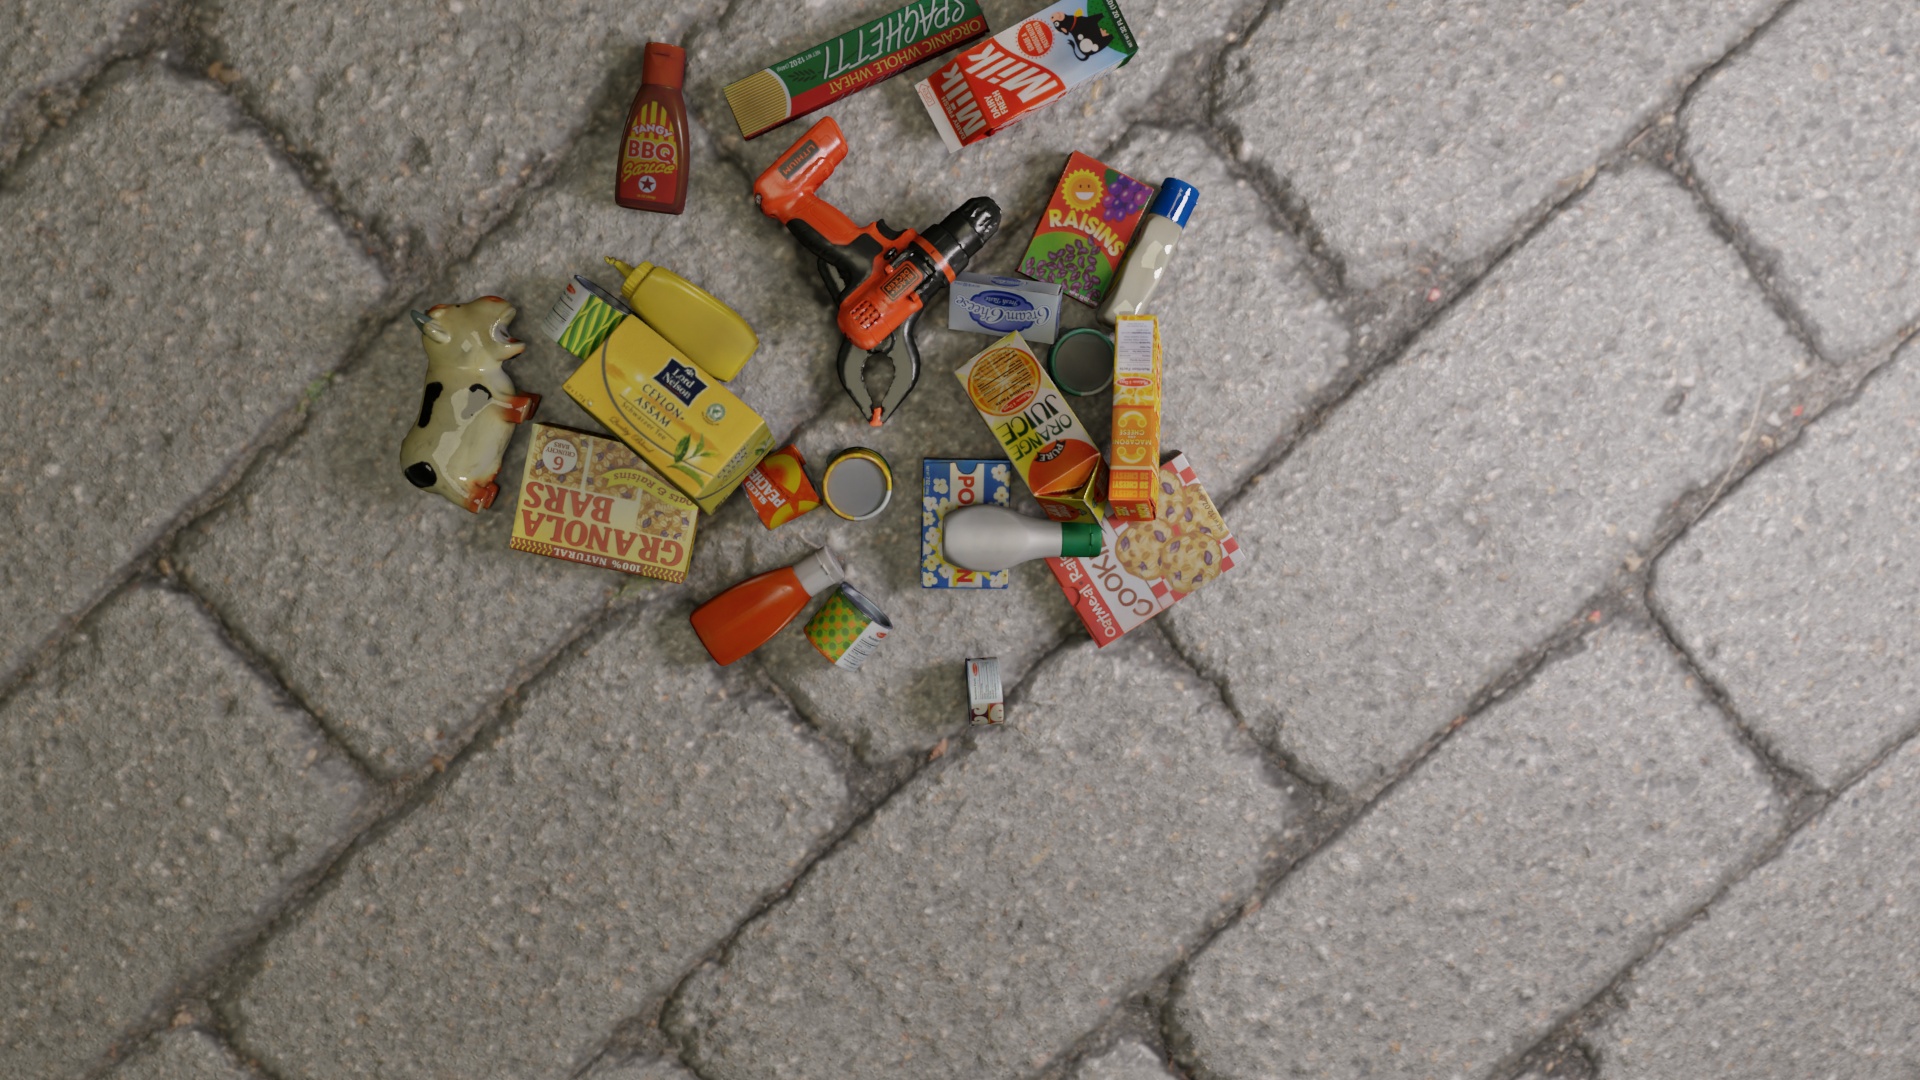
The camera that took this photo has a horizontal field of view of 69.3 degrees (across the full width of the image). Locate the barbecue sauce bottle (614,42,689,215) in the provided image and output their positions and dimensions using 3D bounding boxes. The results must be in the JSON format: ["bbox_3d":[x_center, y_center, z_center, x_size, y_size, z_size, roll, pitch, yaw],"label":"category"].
[{"bbox_3d":[-0.278,-0.377,1.274,0.065,0.044,0.148,8,98,-2],"label":"barbecue sauce bottle"}]

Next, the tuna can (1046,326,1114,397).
[{"bbox_3d":[0.115,-0.172,1.324,0.071,0.033,0.071,0,99,-3],"label":"tuna can"}]

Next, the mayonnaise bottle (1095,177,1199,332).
[{"bbox_3d":[0.175,-0.265,1.300,0.041,0.065,0.148,25,93,-2],"label":"mayonnaise bottle"}]

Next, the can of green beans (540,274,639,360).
[{"bbox_3d":[-0.344,-0.203,1.286,0.071,0.071,0.057,36,97,-7],"label":"can of green beans"}]

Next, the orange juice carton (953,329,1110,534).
[{"bbox_3d":[0.077,-0.090,1.273,0.073,0.071,0.193,-33,68,3],"label":"orange juice carton"}]

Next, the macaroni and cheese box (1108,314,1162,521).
[{"bbox_3d":[0.161,-0.108,1.267,0.040,0.123,0.166,1,82,11],"label":"macaroni and cheese box"}]

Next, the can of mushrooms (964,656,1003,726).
[{"bbox_3d":[0.023,0.147,1.354,0.033,0.071,0.071,-4,99,-2],"label":"can of mushrooms"}]

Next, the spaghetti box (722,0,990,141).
[{"bbox_3d":[-0.096,-0.442,1.278,0.250,0.029,0.050,-23,100,2],"label":"spaghetti box"}]

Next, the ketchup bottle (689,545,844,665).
[{"bbox_3d":[-0.184,0.059,1.342,0.149,0.043,0.064,-31,99,2],"label":"ketchup bottle"}]

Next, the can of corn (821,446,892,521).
[{"bbox_3d":[-0.100,-0.056,1.321,0.071,0.058,0.071,0,99,-2],"label":"can of corn"}]

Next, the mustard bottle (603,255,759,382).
[{"bbox_3d":[-0.265,-0.216,1.295,0.160,0.049,0.065,39,93,-6],"label":"mustard bottle"}]

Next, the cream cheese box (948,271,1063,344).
[{"bbox_3d":[0.042,-0.218,1.300,0.104,0.024,0.053,9,126,9],"label":"cream cheese box"}]

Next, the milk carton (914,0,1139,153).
[{"bbox_3d":[0.058,-0.428,1.264,0.190,0.073,0.072,-28,99,2],"label":"milk carton"}]

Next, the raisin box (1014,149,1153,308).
[{"bbox_3d":[0.116,-0.291,1.304,0.086,0.040,0.123,25,98,-5],"label":"raisin box"}]

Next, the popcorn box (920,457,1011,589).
[{"bbox_3d":[0.005,-0.017,1.341,0.085,0.038,0.126,1,99,-1],"label":"popcorn box"}]

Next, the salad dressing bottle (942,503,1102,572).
[{"bbox_3d":[0.057,-0.002,1.303,0.148,0.044,0.064,0,93,-3],"label":"salad dressing bottle"}]

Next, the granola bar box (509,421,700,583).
[{"bbox_3d":[-0.332,-0.036,1.324,0.166,0.039,0.124,12,97,-4],"label":"granola bar box"}]

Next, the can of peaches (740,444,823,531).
[{"bbox_3d":[-0.170,-0.051,1.313,0.058,0.071,0.071,-26,99,1],"label":"can of peaches"}]

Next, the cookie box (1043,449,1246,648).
[{"bbox_3d":[0.173,0.008,1.350,0.167,0.040,0.123,-32,98,3],"label":"cookie box"}]

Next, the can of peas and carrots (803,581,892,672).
[{"bbox_3d":[-0.110,0.083,1.339,0.071,0.071,0.058,40,96,-7],"label":"can of peas and carrots"}]
